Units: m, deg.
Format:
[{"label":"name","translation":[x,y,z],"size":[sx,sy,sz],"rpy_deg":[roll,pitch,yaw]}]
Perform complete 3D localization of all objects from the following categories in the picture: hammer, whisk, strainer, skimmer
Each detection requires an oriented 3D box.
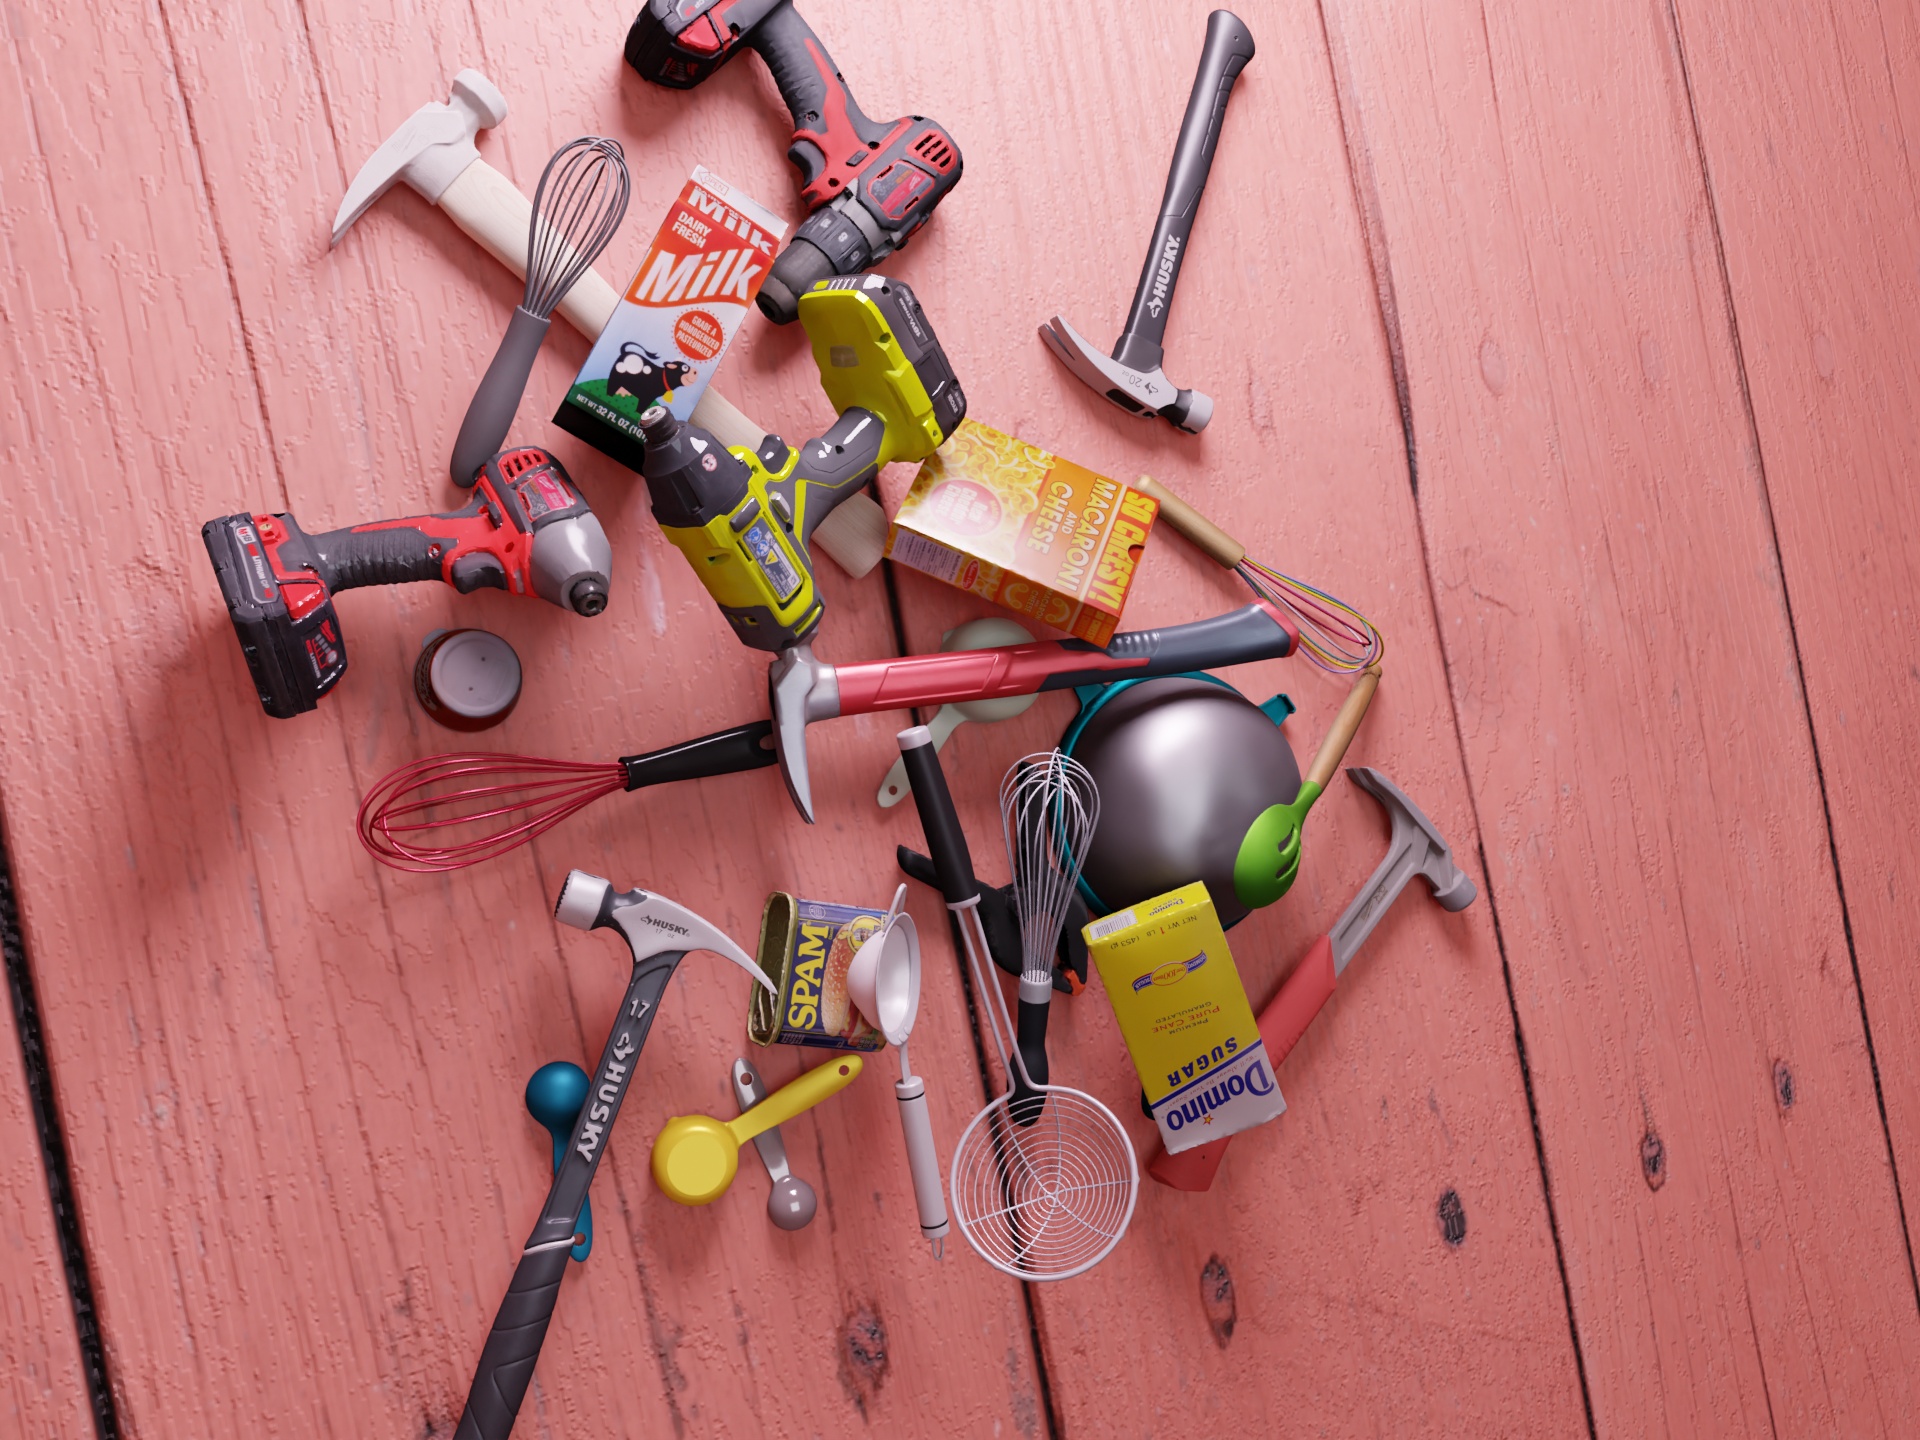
[{"label":"hammer","translation":[0.165,-0.399,1.231],"size":[0.146,0.035,0.335],"rpy_deg":[20,79,-21]},{"label":"hammer","translation":[0.257,0.207,1.224],"size":[0.149,0.037,0.359],"rpy_deg":[47,71,-13]},{"label":"whisk","translation":[-0.268,-0.252,0.993],"size":[0.055,0.055,0.239],"rpy_deg":[23,105,-20]},{"label":"hammer","translation":[-0.215,-0.234,1.061],"size":[0.410,0.038,0.146],"rpy_deg":[42,74,-15]},{"label":"strainer","translation":[0.173,0.125,1.163],"size":[0.211,0.095,0.340],"rpy_deg":[7,82,-22]},{"label":"whisk","translation":[0.055,0.155,1.100],"size":[0.070,0.070,0.284],"rpy_deg":[-4,109,-23]},{"label":"hammer","translation":[-0.244,0.308,0.989],"size":[0.149,0.036,0.409],"rpy_deg":[21,84,-15]},{"label":"skimmer","translation":[0.018,0.183,1.045],"size":[0.127,0.090,0.363],"rpy_deg":[-16,98,6]},{"label":"whisk","translation":[-0.235,0.038,1.024],"size":[0.295,0.073,0.073],"rpy_deg":[-13,91,-29]},{"label":"strainer","translation":[-0.037,0.234,1.041],"size":[0.050,0.087,0.258],"rpy_deg":[-7,98,18]},{"label":"whisk","translation":[0.234,-0.116,1.236],"size":[0.245,0.047,0.051],"rpy_deg":[35,75,-13]},{"label":"hammer","translation":[0.060,-0.022,1.112],"size":[0.386,0.038,0.143],"rpy_deg":[-7,90,-16]}]

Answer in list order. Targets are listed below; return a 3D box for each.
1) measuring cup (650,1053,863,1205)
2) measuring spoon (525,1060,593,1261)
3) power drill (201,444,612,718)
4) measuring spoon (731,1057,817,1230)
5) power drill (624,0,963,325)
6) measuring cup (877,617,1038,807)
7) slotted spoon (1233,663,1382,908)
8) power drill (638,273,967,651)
[{"label":"measuring cup","translation":[-0.131,0.265,1.049],"size":[0.156,0.029,0.062],"rpy_deg":[-29,91,-12]},{"label":"measuring spoon","translation":[-0.249,0.283,1.015],"size":[0.042,0.021,0.128],"rpy_deg":[-8,87,-23]},{"label":"power drill","translation":[-0.321,-0.087,0.954],"size":[0.219,0.078,0.143],"rpy_deg":[-20,49,-23]},{"label":"measuring spoon","translation":[-0.127,0.285,1.068],"size":[0.034,0.018,0.124],"rpy_deg":[-21,94,-22]},{"label":"power drill","translation":[-0.126,-0.402,1.092],"size":[0.226,0.080,0.188],"rpy_deg":[47,71,-16]},{"label":"measuring cup","translation":[-0.002,-0.004,1.130],"size":[0.083,0.038,0.167],"rpy_deg":[43,70,-14]},{"label":"slotted spoon","translation":[0.266,0.035,1.171],"size":[0.314,0.031,0.070],"rpy_deg":[-48,132,-48]},{"label":"power drill","translation":[-0.102,-0.178,1.014],"size":[0.223,0.080,0.171],"rpy_deg":[-54,133,-28]}]
